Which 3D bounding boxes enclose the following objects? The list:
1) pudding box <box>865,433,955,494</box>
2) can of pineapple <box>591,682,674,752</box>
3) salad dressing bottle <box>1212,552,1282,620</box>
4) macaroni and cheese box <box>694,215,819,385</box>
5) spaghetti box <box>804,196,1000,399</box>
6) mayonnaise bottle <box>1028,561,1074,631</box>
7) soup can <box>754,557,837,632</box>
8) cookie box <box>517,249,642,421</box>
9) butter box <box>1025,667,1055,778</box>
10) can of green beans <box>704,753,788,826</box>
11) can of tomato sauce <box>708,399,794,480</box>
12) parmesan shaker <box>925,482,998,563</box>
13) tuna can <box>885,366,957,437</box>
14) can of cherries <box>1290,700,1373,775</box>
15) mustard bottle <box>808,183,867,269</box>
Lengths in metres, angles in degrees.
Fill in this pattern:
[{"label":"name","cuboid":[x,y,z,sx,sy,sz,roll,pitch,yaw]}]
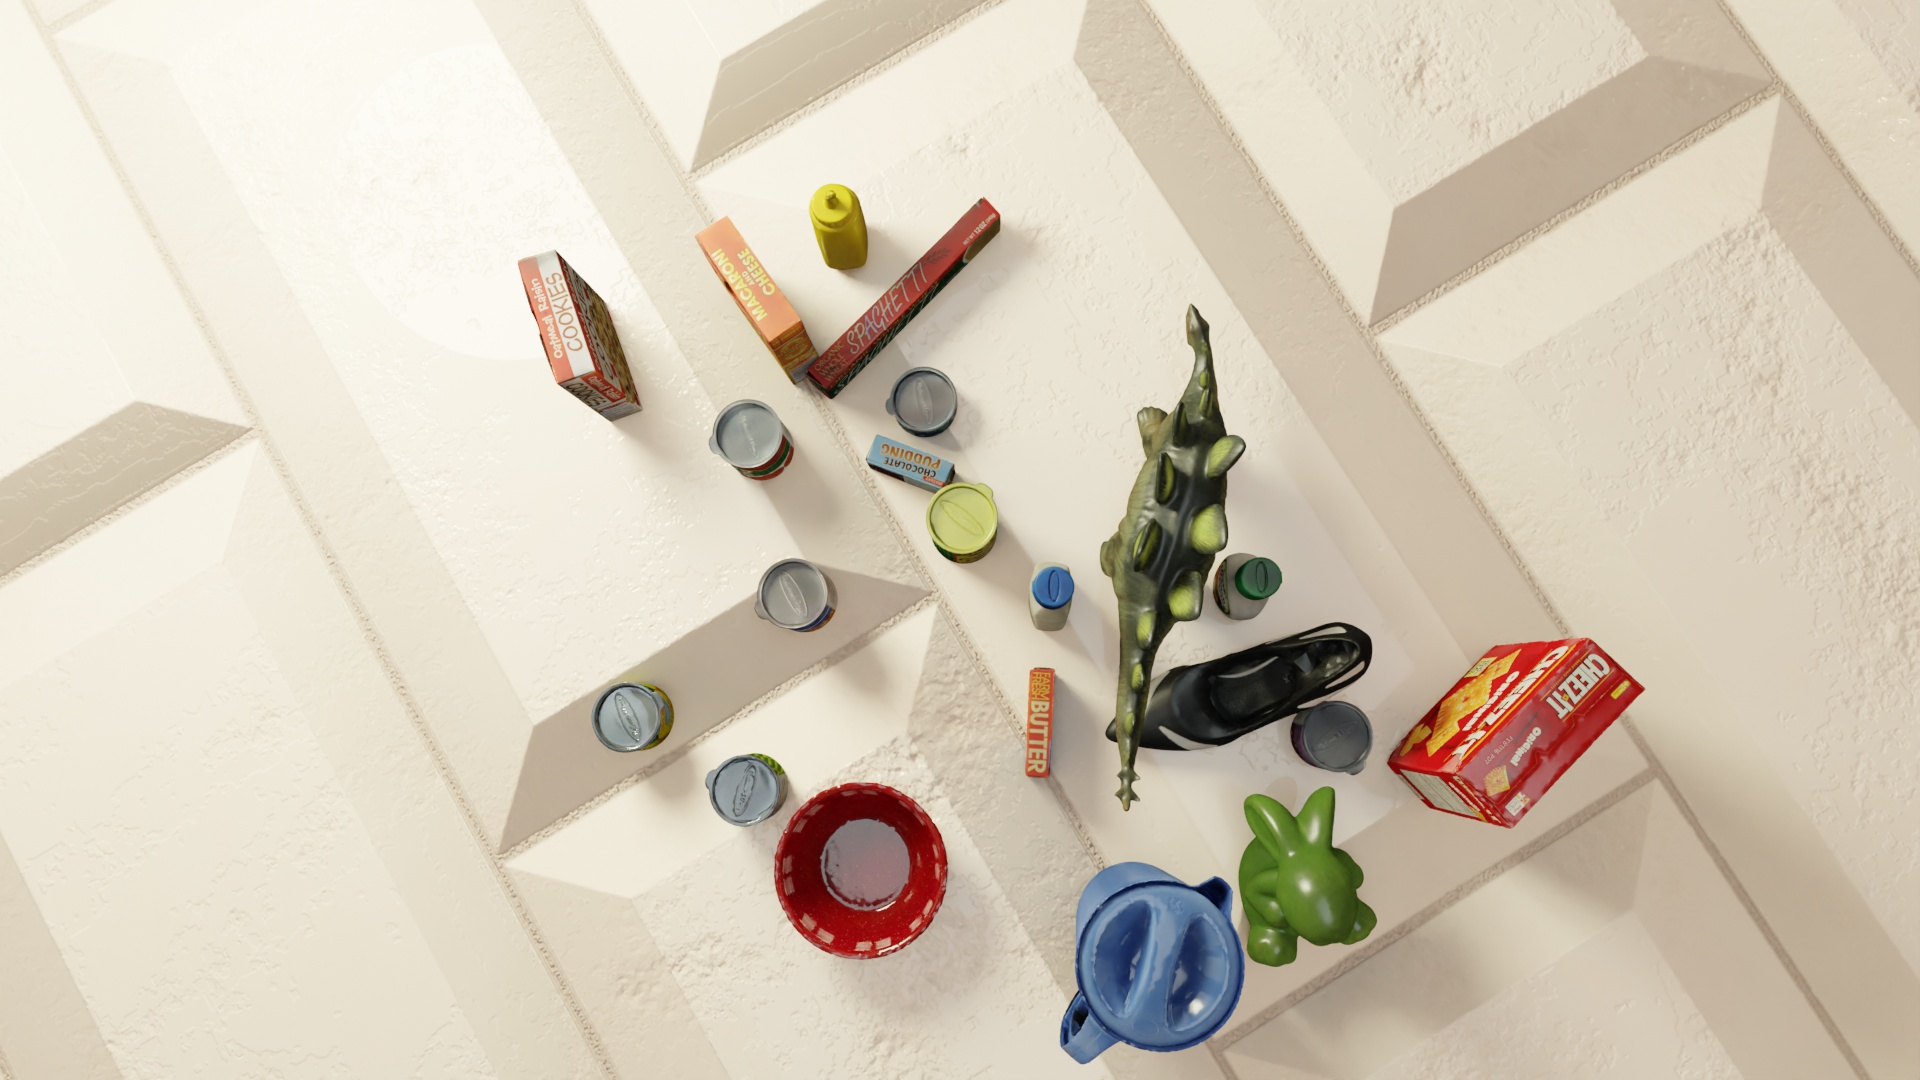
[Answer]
[{"label":"pudding box","cuboid":[-0.049,-0.073,1.358,0.084,0.049,0.030,21,84,4]},{"label":"can of pineapple","cuboid":[-0.311,0.169,1.330,0.071,0.058,0.071,0,83,2]},{"label":"salad dressing bottle","cuboid":[0.266,0.040,1.286,0.044,0.147,0.064,-1,83,2]},{"label":"macaroni and cheese box","cuboid":[-0.189,-0.224,1.323,0.040,0.166,0.124,-35,83,-2]},{"label":"spaghetti box","cuboid":[-0.055,-0.239,1.380,0.029,0.050,0.250,44,86,6]},{"label":"mayonnaise bottle","cuboid":[0.085,0.049,1.290,0.041,0.148,0.065,1,83,2]},{"label":"soup can","cuboid":[-0.157,0.055,1.328,0.071,0.083,0.071,0,83,2]},{"label":"cookie box","cuboid":[-0.361,-0.191,1.323,0.040,0.167,0.123,-20,83,-1]},{"label":"butter box","cuboid":[0.075,0.173,1.322,0.024,0.053,0.103,3,83,2]},{"label":"can of green beans","cuboid":[-0.200,0.235,1.318,0.071,0.058,0.071,0,83,2]},{"label":"can of tomato sauce","cuboid":[-0.201,-0.095,1.348,0.071,0.083,0.071,0,83,2]},{"label":"parmesan shaker","cuboid":[0.005,-0.017,1.323,0.071,0.103,0.071,0,83,2]},{"label":"tuna can","cuboid":[-0.038,-0.136,1.375,0.071,0.033,0.071,0,83,1]},{"label":"can of cherries","cuboid":[0.350,0.187,1.310,0.071,0.058,0.071,0,83,2]},{"label":"mustard bottle","cuboid":[-0.118,-0.309,1.335,0.049,0.160,0.065,-6,83,1]}]
